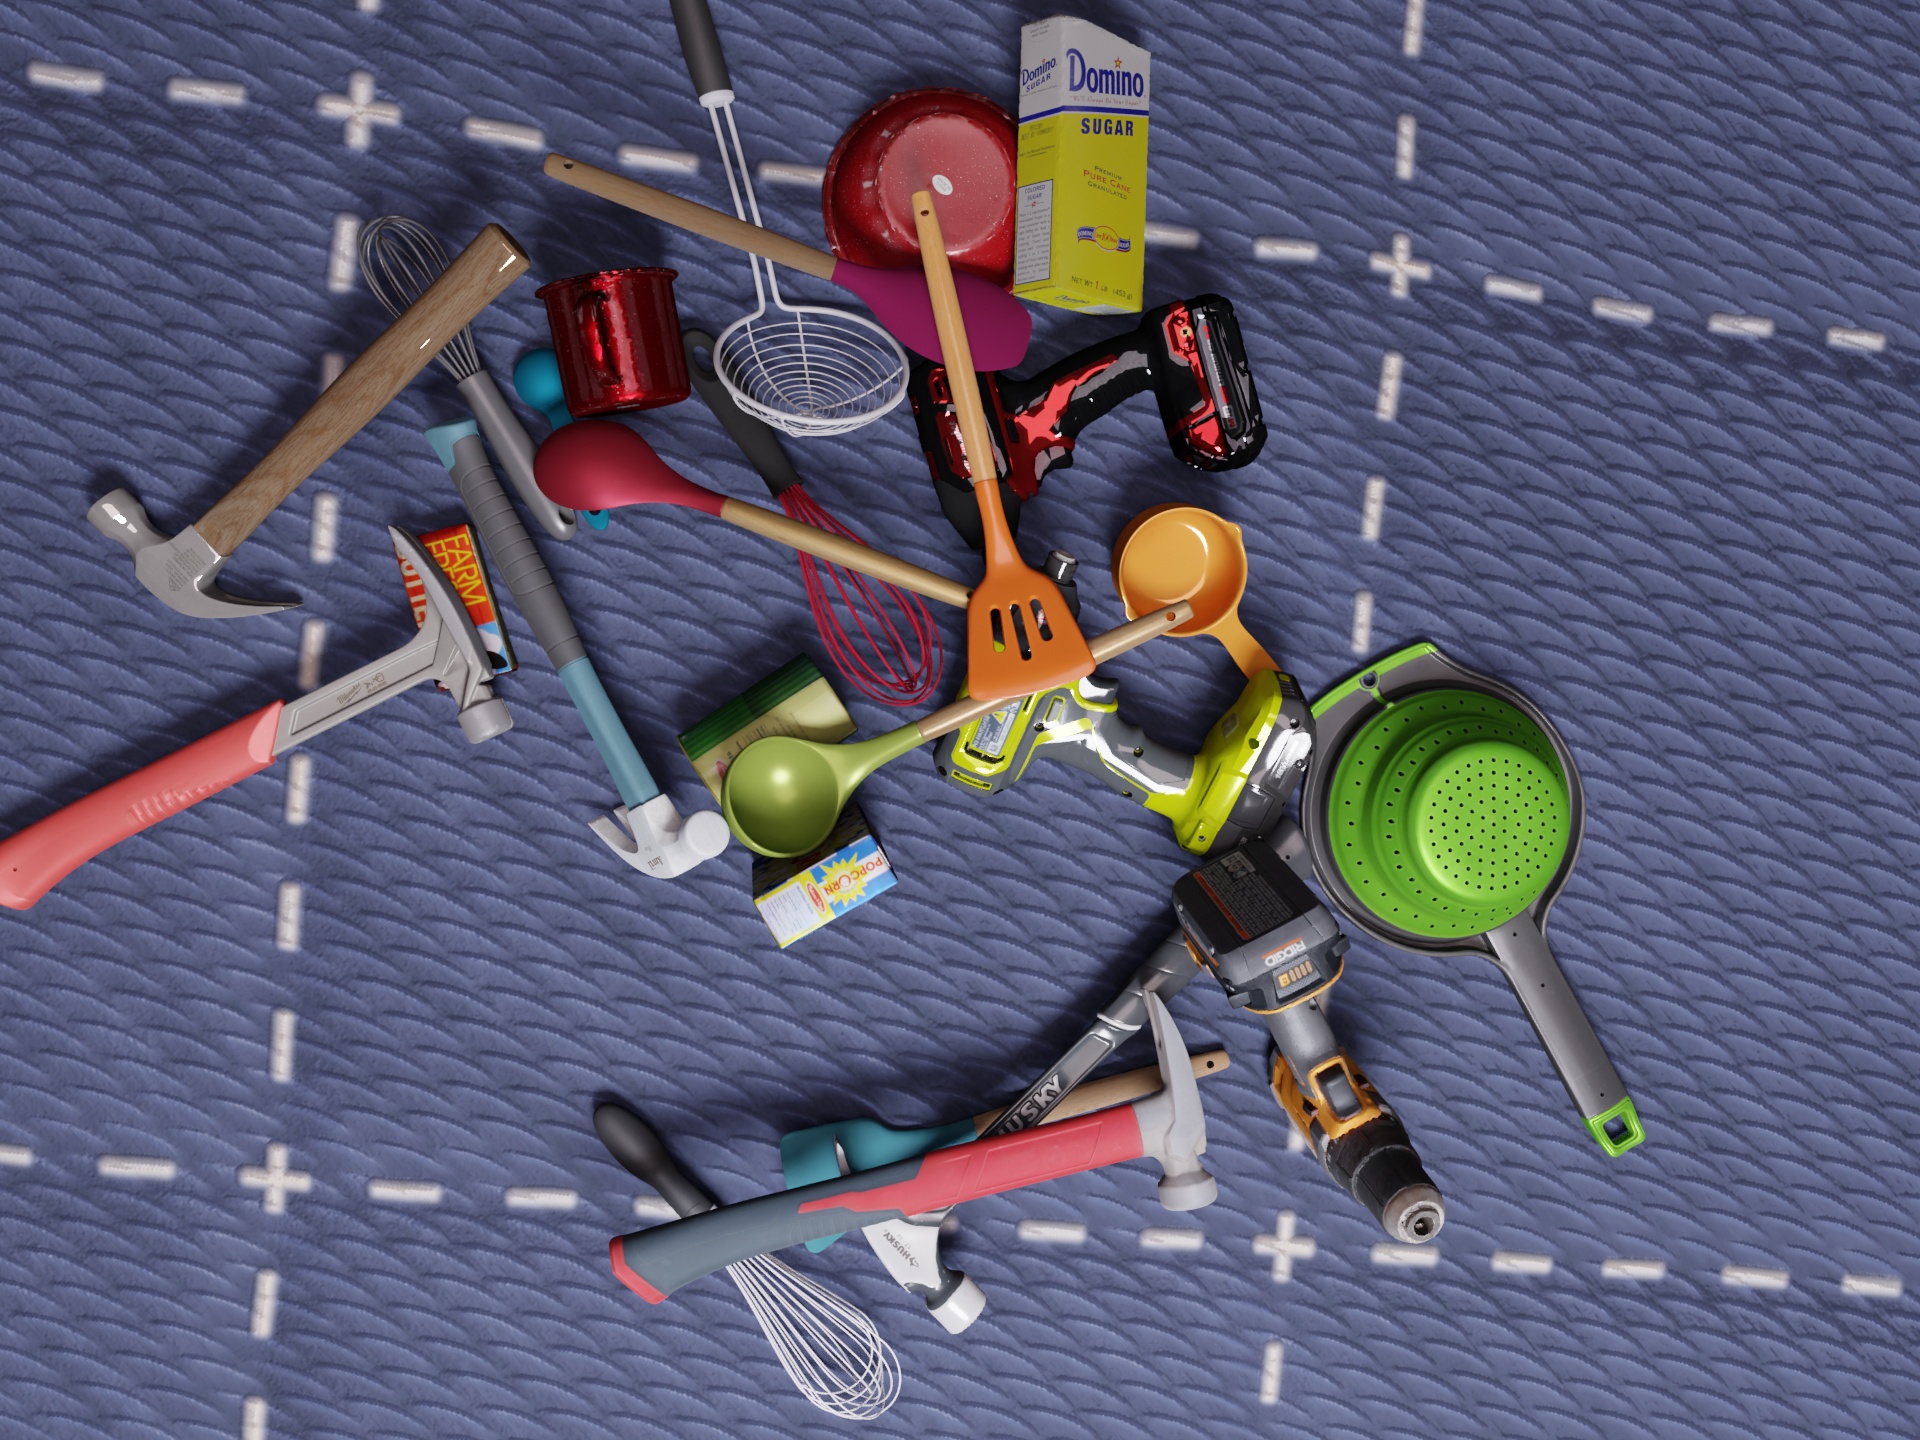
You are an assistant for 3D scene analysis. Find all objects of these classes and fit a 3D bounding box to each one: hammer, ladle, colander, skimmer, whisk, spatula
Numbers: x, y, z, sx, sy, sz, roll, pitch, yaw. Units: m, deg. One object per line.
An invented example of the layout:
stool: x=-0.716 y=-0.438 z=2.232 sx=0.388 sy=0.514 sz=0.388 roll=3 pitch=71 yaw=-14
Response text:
hammer: x=0.090 y=0.214 z=1.081 sx=0.409 sy=0.036 sz=0.149 roll=-44 pitch=94 yaw=-10
ladle: x=-0.002 y=-0.003 z=0.995 sx=0.320 sy=0.062 sz=0.078 roll=-25 pitch=93 yaw=5
colander: x=0.386 y=0.137 z=1.096 sx=0.204 sy=0.094 sz=0.397 roll=-30 pitch=94 yaw=-4
hammer: x=-0.480 y=0.015 z=1.028 sx=0.359 sy=0.037 sz=0.149 roll=-26 pitch=94 yaw=0
skimmer: x=-0.133 y=-0.357 z=1.033 sx=0.127 sy=0.090 sz=0.363 roll=-17 pitch=92 yaw=-24
ladle: x=-0.128 y=-0.127 z=1.023 sx=0.315 sy=0.031 sz=0.069 roll=20 pitch=70 yaw=2
whisk: x=-0.147 y=0.364 z=1.078 sx=0.070 sy=0.070 sz=0.284 roll=-43 pitch=91 yaw=-2
whisk: x=-0.105 y=-0.137 z=1.063 sx=0.073 sy=0.073 sz=0.296 roll=-33 pitch=88 yaw=-3
spatula: x=0.011 y=-0.174 z=0.992 sx=0.081 sy=0.041 sz=0.322 roll=-13 pitch=90 yaw=2
hammer: x=-0.400 y=-0.189 z=1.015 sx=0.331 sy=0.031 sz=0.130 roll=-40 pitch=98 yaw=9
hammer: x=-0.032 y=0.282 z=1.019 sx=0.386 sy=0.038 sz=0.143 roll=-11 pitch=86 yaw=-10
spatula: x=0.037 y=0.278 z=1.095 sx=0.317 sy=0.044 sz=0.082 roll=-15 pitch=90 yaw=-6
hammer: x=-0.255 y=-0.049 z=1.023 sx=0.033 sy=0.128 sz=0.331 roll=-28 pitch=90 yaw=-35
whisk: x=-0.319 y=-0.224 z=1.047 sx=0.055 sy=0.055 sz=0.239 roll=-30 pitch=99 yaw=-4

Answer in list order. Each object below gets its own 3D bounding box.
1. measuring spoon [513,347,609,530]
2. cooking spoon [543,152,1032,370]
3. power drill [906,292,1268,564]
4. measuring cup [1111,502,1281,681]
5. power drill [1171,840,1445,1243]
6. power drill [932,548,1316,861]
measuring spoon: x=-0.263 y=-0.188 z=1.061 sx=0.042 sy=0.021 sz=0.128 roll=-21 pitch=93 yaw=-4
cooking spoon: x=-0.104 y=-0.293 z=1.001 sx=0.318 sy=0.017 sz=0.069 roll=18 pitch=75 yaw=-11
power drill: x=0.084 y=-0.195 z=1.069 sx=0.219 sy=0.078 sz=0.143 roll=-15 pitch=92 yaw=-1
measuring cup: x=0.173 y=-0.075 z=1.094 sx=0.095 sy=0.052 sz=0.173 roll=-40 pitch=107 yaw=5
power drill: x=0.227 y=0.209 z=1.011 sx=0.084 sy=0.185 sz=0.226 roll=-27 pitch=113 yaw=-1
power drill: x=0.113 y=-0.004 z=1.057 sx=0.223 sy=0.080 sz=0.171 roll=21 pitch=113 yaw=-6
